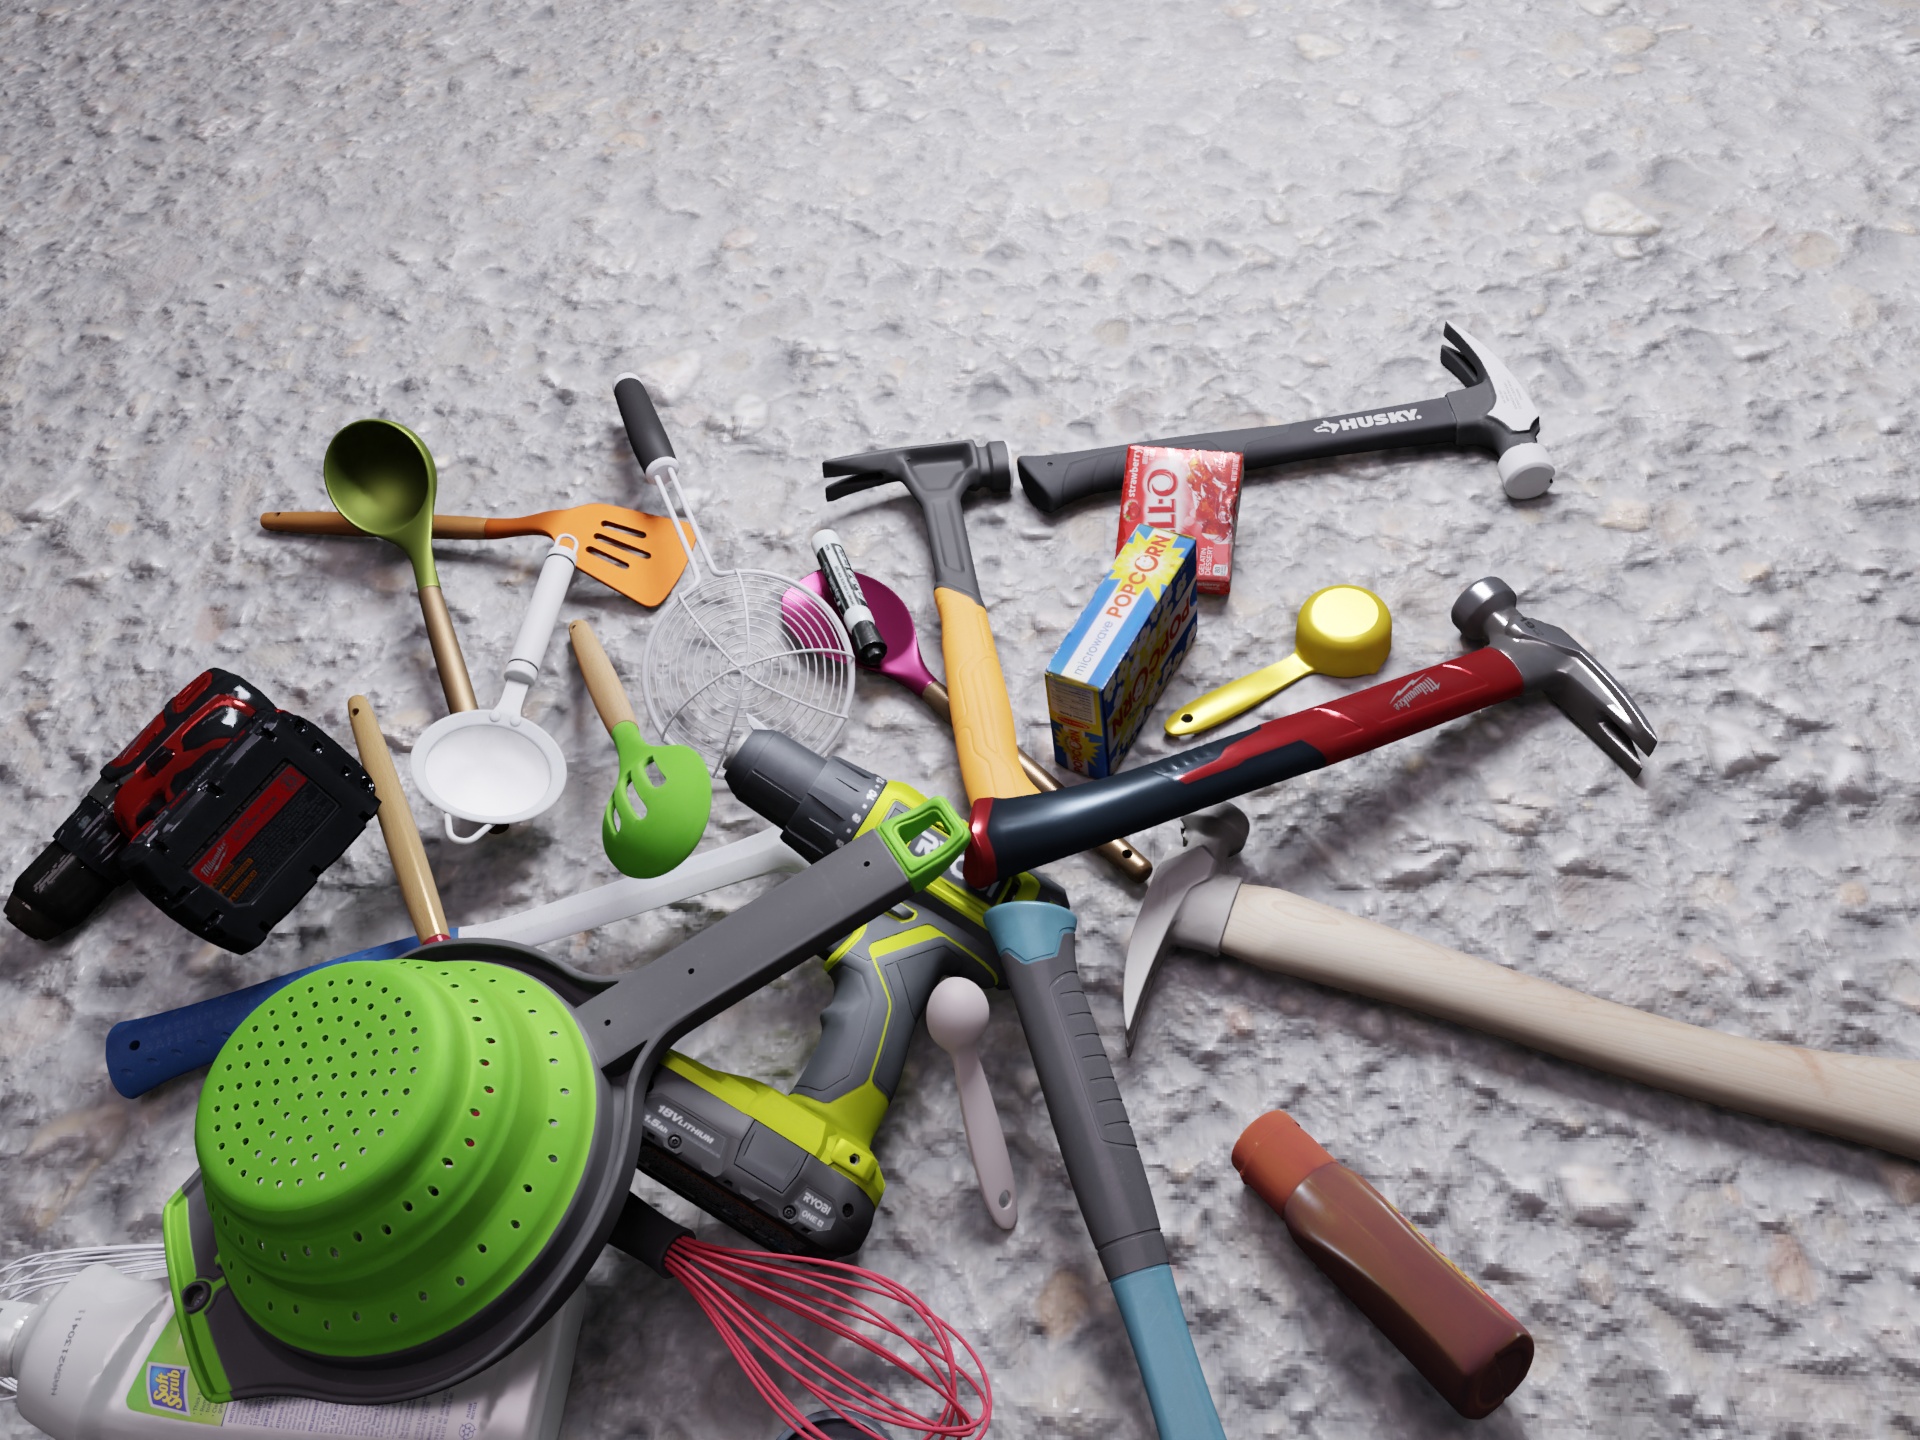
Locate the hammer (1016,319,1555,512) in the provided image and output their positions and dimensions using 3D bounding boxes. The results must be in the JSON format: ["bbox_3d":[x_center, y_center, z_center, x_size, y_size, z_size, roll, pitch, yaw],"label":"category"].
[{"bbox_3d":[0.204,-0.185,1.051,0.335,0.035,0.146,-8,52,3],"label":"hammer"}]

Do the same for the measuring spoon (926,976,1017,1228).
[{"bbox_3d":[0.013,0.181,0.749,0.034,0.124,0.018,-18,6,-41],"label":"measuring spoon"}]

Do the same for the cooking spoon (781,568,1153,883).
[{"bbox_3d":[-0.002,-0.003,0.947,0.069,0.017,0.319,-35,54,-20],"label":"cooking spoon"}]

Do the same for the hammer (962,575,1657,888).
[{"bbox_3d":[0.181,0.024,0.835,0.386,0.038,0.143,-18,51,-22],"label":"hammer"}]

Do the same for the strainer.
[{"bbox_3d":[-0.266,-0.020,0.958,0.087,0.050,0.259,16,50,-10],"label":"strainer"}]

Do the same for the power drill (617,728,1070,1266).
[{"bbox_3d":[-0.073,0.126,0.782,0.190,0.080,0.229,33,61,-3],"label":"power drill"}]

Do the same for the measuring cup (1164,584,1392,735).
[{"bbox_3d":[0.186,-0.034,0.935,0.156,0.029,0.062,-27,53,-15],"label":"measuring cup"}]

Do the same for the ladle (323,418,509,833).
[{"bbox_3d":[-0.339,-0.065,1.006,0.078,0.062,0.320,-36,59,17],"label":"ladle"}]

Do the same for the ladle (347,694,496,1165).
[{"bbox_3d":[-0.284,0.098,0.838,0.069,0.031,0.316,-32,55,1],"label":"ladle"}]

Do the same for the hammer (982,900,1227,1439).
[{"bbox_3d":[0.076,0.230,0.702,0.128,0.033,0.331,-16,63,-4],"label":"hammer"}]

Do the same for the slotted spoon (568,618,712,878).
[{"bbox_3d":[-0.196,-0.001,0.899,0.070,0.031,0.314,-47,30,3],"label":"slotted spoon"}]

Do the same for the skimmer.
[{"bbox_3d":[-0.172,-0.109,1.039,0.127,0.090,0.364,-25,45,-4],"label":"skimmer"}]

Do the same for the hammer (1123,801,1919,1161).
[{"bbox_3d":[0.283,0.152,0.769,0.411,0.038,0.146,15,57,19],"label":"hammer"}]

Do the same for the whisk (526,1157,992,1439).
[{"bbox_3d":[-0.111,0.245,0.706,0.296,0.073,0.073,18,56,31],"label":"whisk"}]

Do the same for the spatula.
[{"bbox_3d":[-0.342,-0.125,1.095,0.322,0.041,0.081,4,49,17],"label":"spatula"}]

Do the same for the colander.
[{"bbox_3d":[-0.176,0.126,0.677,0.397,0.094,0.205,-31,53,-8],"label":"colander"}]

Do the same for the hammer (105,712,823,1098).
[{"bbox_3d":[-0.260,0.116,0.867,0.405,0.035,0.144,-18,68,-2],"label":"hammer"}]

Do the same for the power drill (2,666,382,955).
[{"bbox_3d":[-0.439,0.061,0.889,0.227,0.080,0.188,11,58,50],"label":"power drill"}]

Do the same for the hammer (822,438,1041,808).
[{"bbox_3d":[-0.005,-0.055,0.958,0.127,0.034,0.337,-7,47,-5],"label":"hammer"}]

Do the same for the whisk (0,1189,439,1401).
[{"bbox_3d":[-0.338,0.263,0.767,0.284,0.070,0.070,-14,51,-9],"label":"whisk"}]
